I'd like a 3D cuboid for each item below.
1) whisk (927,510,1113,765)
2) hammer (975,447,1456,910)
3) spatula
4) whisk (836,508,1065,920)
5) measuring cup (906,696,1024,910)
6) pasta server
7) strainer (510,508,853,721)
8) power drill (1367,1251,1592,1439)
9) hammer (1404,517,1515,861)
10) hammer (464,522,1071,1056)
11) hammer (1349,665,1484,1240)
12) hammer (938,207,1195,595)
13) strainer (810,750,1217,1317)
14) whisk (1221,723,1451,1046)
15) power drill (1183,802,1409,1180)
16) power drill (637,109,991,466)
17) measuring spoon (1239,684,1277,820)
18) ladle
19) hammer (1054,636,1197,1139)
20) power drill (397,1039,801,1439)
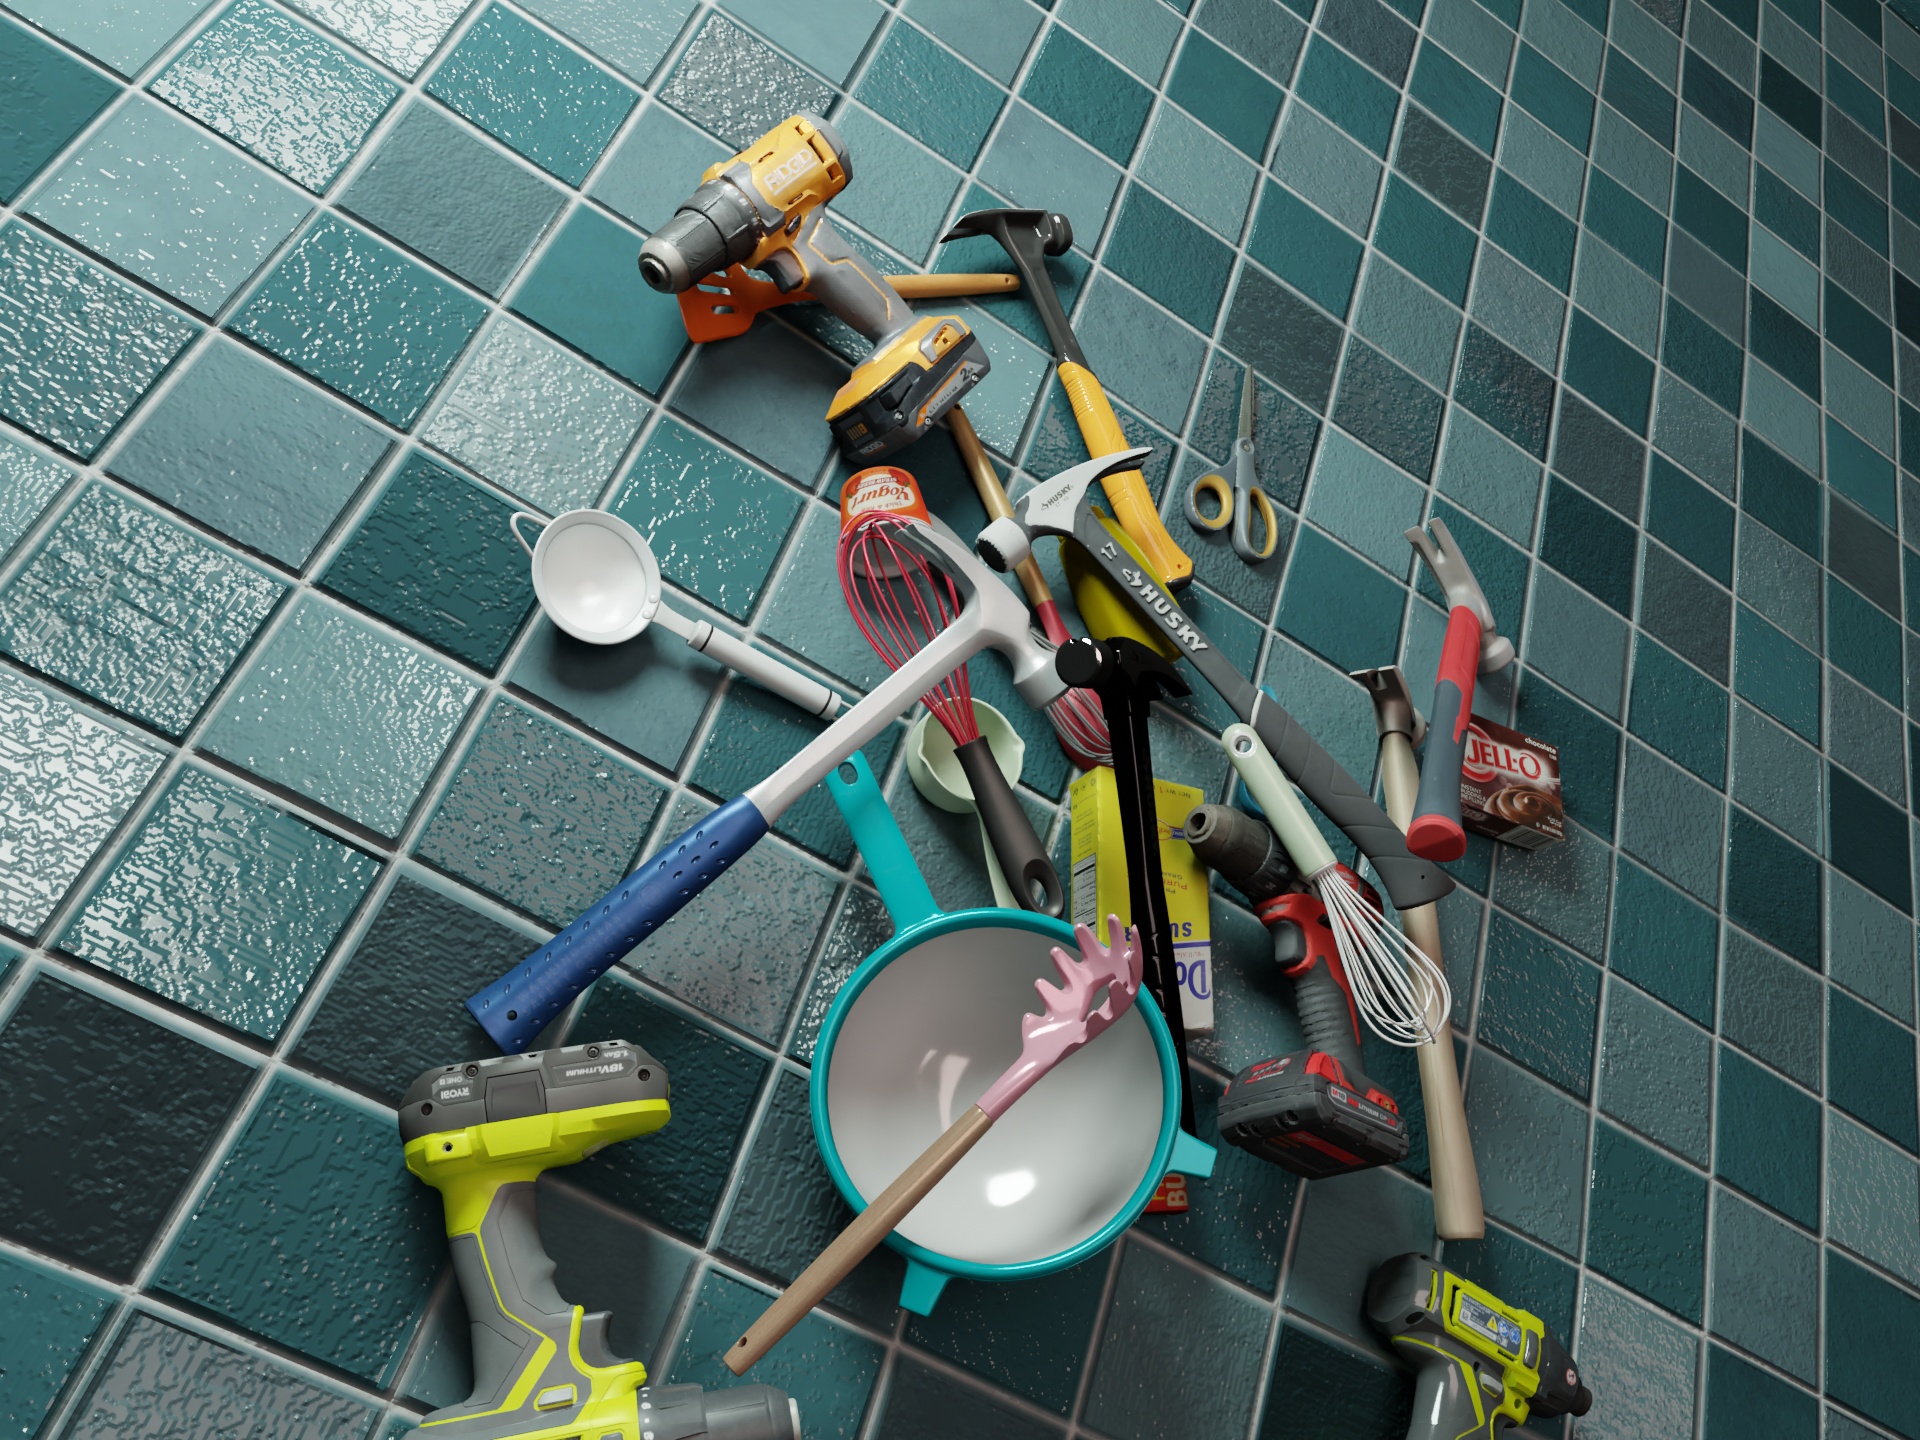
[{"bbox_3d":[0.041,-0.063,1.116,0.055,0.055,0.239,-31,73,-36],"label":"whisk"},{"bbox_3d":[0.199,-0.025,1.133,0.149,0.036,0.409,-40,83,-20],"label":"hammer"},{"bbox_3d":[-0.078,-0.326,1.194,0.322,0.041,0.081,-13,92,-35],"label":"spatula"},{"bbox_3d":[-0.002,-0.003,1.027,0.073,0.073,0.296,-22,85,-35],"label":"whisk"},{"bbox_3d":[0.011,0.068,1.059,0.083,0.038,0.168,-5,72,-31],"label":"measuring cup"},{"bbox_3d":[-0.010,0.228,0.864,0.316,0.060,0.040,-42,118,-16],"label":"pasta server"},{"bbox_3d":[-0.174,-0.056,1.012,0.258,0.050,0.087,29,62,-21],"label":"strainer"},{"bbox_3d":[0.328,0.480,1.016,0.171,0.080,0.223,33,52,-12],"label":"power drill"},{"bbox_3d":[0.365,-0.024,1.201,0.143,0.038,0.386,57,32,-15],"label":"hammer"},{"bbox_3d":[-0.115,0.042,0.931,0.405,0.035,0.144,-40,99,-20],"label":"hammer"},{"bbox_3d":[0.335,0.162,1.159,0.146,0.038,0.411,37,47,-60],"label":"hammer"},{"bbox_3d":[0.096,-0.251,1.247,0.127,0.034,0.337,-15,78,-41],"label":"hammer"},{"bbox_3d":[-0.008,0.173,0.964,0.211,0.095,0.341,-23,66,-11],"label":"strainer"},{"bbox_3d":[0.245,0.106,1.057,0.058,0.059,0.246,-31,74,4],"label":"whisk"},{"bbox_3d":[0.220,0.174,1.072,0.187,0.080,0.227,32,48,-33],"label":"power drill"},{"bbox_3d":[-0.103,-0.289,1.108,0.226,0.084,0.185,52,56,-16],"label":"power drill"},{"bbox_3d":[0.230,0.026,1.218,0.042,0.021,0.129,25,48,-17],"label":"measuring spoon"},{"bbox_3d":[0.052,-0.108,1.173,0.069,0.031,0.315,-16,74,-31],"label":"ladle"},{"bbox_3d":[0.121,0.115,1.012,0.146,0.035,0.335,3,79,-61],"label":"hammer"},{"bbox_3d":[-0.188,0.284,0.796,0.190,0.080,0.229,-7,70,-13],"label":"power drill"}]
